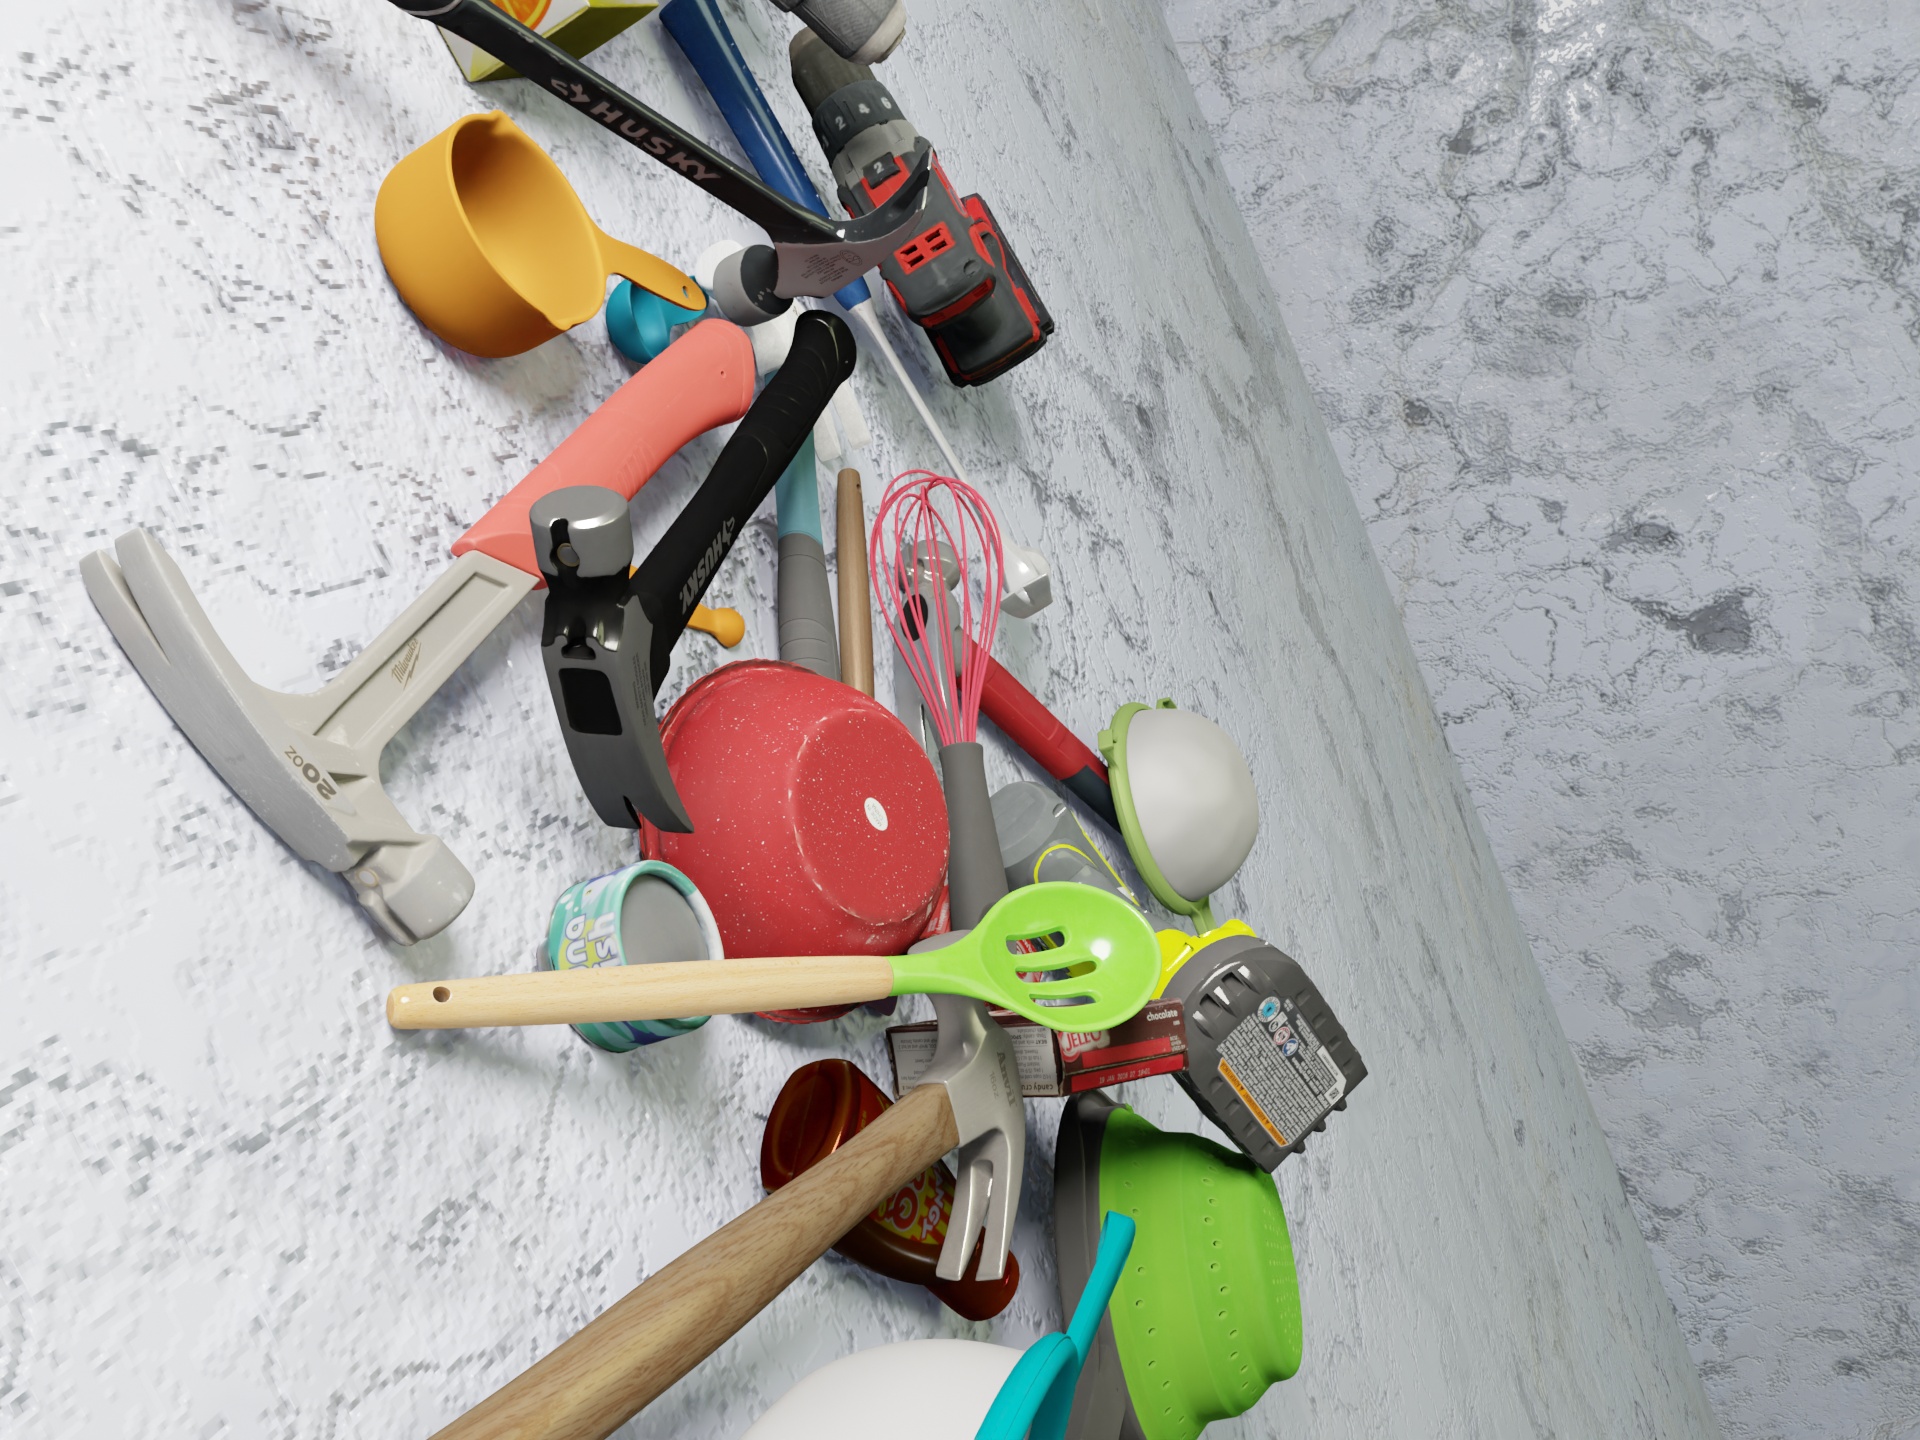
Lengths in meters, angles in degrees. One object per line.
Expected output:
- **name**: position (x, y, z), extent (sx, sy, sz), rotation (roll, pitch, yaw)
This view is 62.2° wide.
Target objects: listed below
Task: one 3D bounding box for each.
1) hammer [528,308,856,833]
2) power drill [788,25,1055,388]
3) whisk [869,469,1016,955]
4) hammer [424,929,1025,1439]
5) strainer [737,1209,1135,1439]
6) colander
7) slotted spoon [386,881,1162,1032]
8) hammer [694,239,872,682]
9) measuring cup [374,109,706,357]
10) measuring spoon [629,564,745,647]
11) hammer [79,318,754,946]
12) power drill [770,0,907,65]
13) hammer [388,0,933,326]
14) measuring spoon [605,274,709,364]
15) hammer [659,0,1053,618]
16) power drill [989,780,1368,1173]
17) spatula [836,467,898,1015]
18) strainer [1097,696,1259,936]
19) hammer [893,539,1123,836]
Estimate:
- **hammer**: position (-0.096, -0.093, 0.675), extent (0.335, 0.035, 0.146), rotation (-72, 164, -55)
- **power drill**: position (-0.026, -0.311, 0.983), extent (0.188, 0.080, 0.226), rotation (62, 11, 8)
- **whisk**: position (-0.001, -0.003, 0.827), extent (0.073, 0.073, 0.296), rotation (29, 49, -56)
- **hammer**: position (-0.069, 0.187, 0.551), extent (0.331, 0.031, 0.130), rotation (-23, 99, -55)
- **strainer**: position (-0.021, 0.259, 0.545), extent (0.340, 0.095, 0.211), rotation (-41, 145, -64)
- **colander**: position (0.102, 0.303, 0.748), extent (0.397, 0.094, 0.204), rotation (-40, 116, -72)
- **slotted spoon**: position (-0.051, 0.094, 0.586), extent (0.313, 0.031, 0.070), rotation (3, 50, -36)
- **hammer**: position (-0.080, -0.076, 0.797), extent (0.128, 0.033, 0.331), rotation (37, 40, -56)
- **measuring cup**: position (-0.173, -0.190, 0.674), extent (0.173, 0.052, 0.095), rotation (-1, 72, -67)
- **measuring spoon**: position (-0.131, -0.056, 0.705), extent (0.116, 0.011, 0.021), rotation (25, 49, -58)
- **hammer**: position (-0.163, -0.084, 0.608), extent (0.149, 0.037, 0.359), rotation (59, 30, -24)
- **power drill**: position (-0.114, -0.423, 0.823), extent (0.185, 0.084, 0.226), rotation (37, 15, -25)
- **hammer**: position (-0.182, -0.268, 0.607), extent (0.408, 0.149, 0.036), rotation (22, 69, -43)
- **measuring spoon**: position (-0.149, -0.202, 0.784), extent (0.129, 0.021, 0.042), rotation (-74, 149, -67)
- **hammer**: position (-0.053, -0.235, 0.933), extent (0.405, 0.035, 0.144), rotation (59, 8, -12)
- **power drill**: position (0.110, 0.142, 0.869), extent (0.190, 0.080, 0.229), rotation (53, -10, -33)
- **spatula**: position (-0.051, -0.001, 0.824), extent (0.059, 0.018, 0.316), rotation (42, 36, -54)
- **strainer**: position (0.178, 0.101, 1.077), extent (0.151, 0.069, 0.256), rotation (-22, 92, -65)
- **hammer**: position (0.073, 0.040, 1.030), extent (0.385, 0.038, 0.143), rotation (41, 38, -47)
